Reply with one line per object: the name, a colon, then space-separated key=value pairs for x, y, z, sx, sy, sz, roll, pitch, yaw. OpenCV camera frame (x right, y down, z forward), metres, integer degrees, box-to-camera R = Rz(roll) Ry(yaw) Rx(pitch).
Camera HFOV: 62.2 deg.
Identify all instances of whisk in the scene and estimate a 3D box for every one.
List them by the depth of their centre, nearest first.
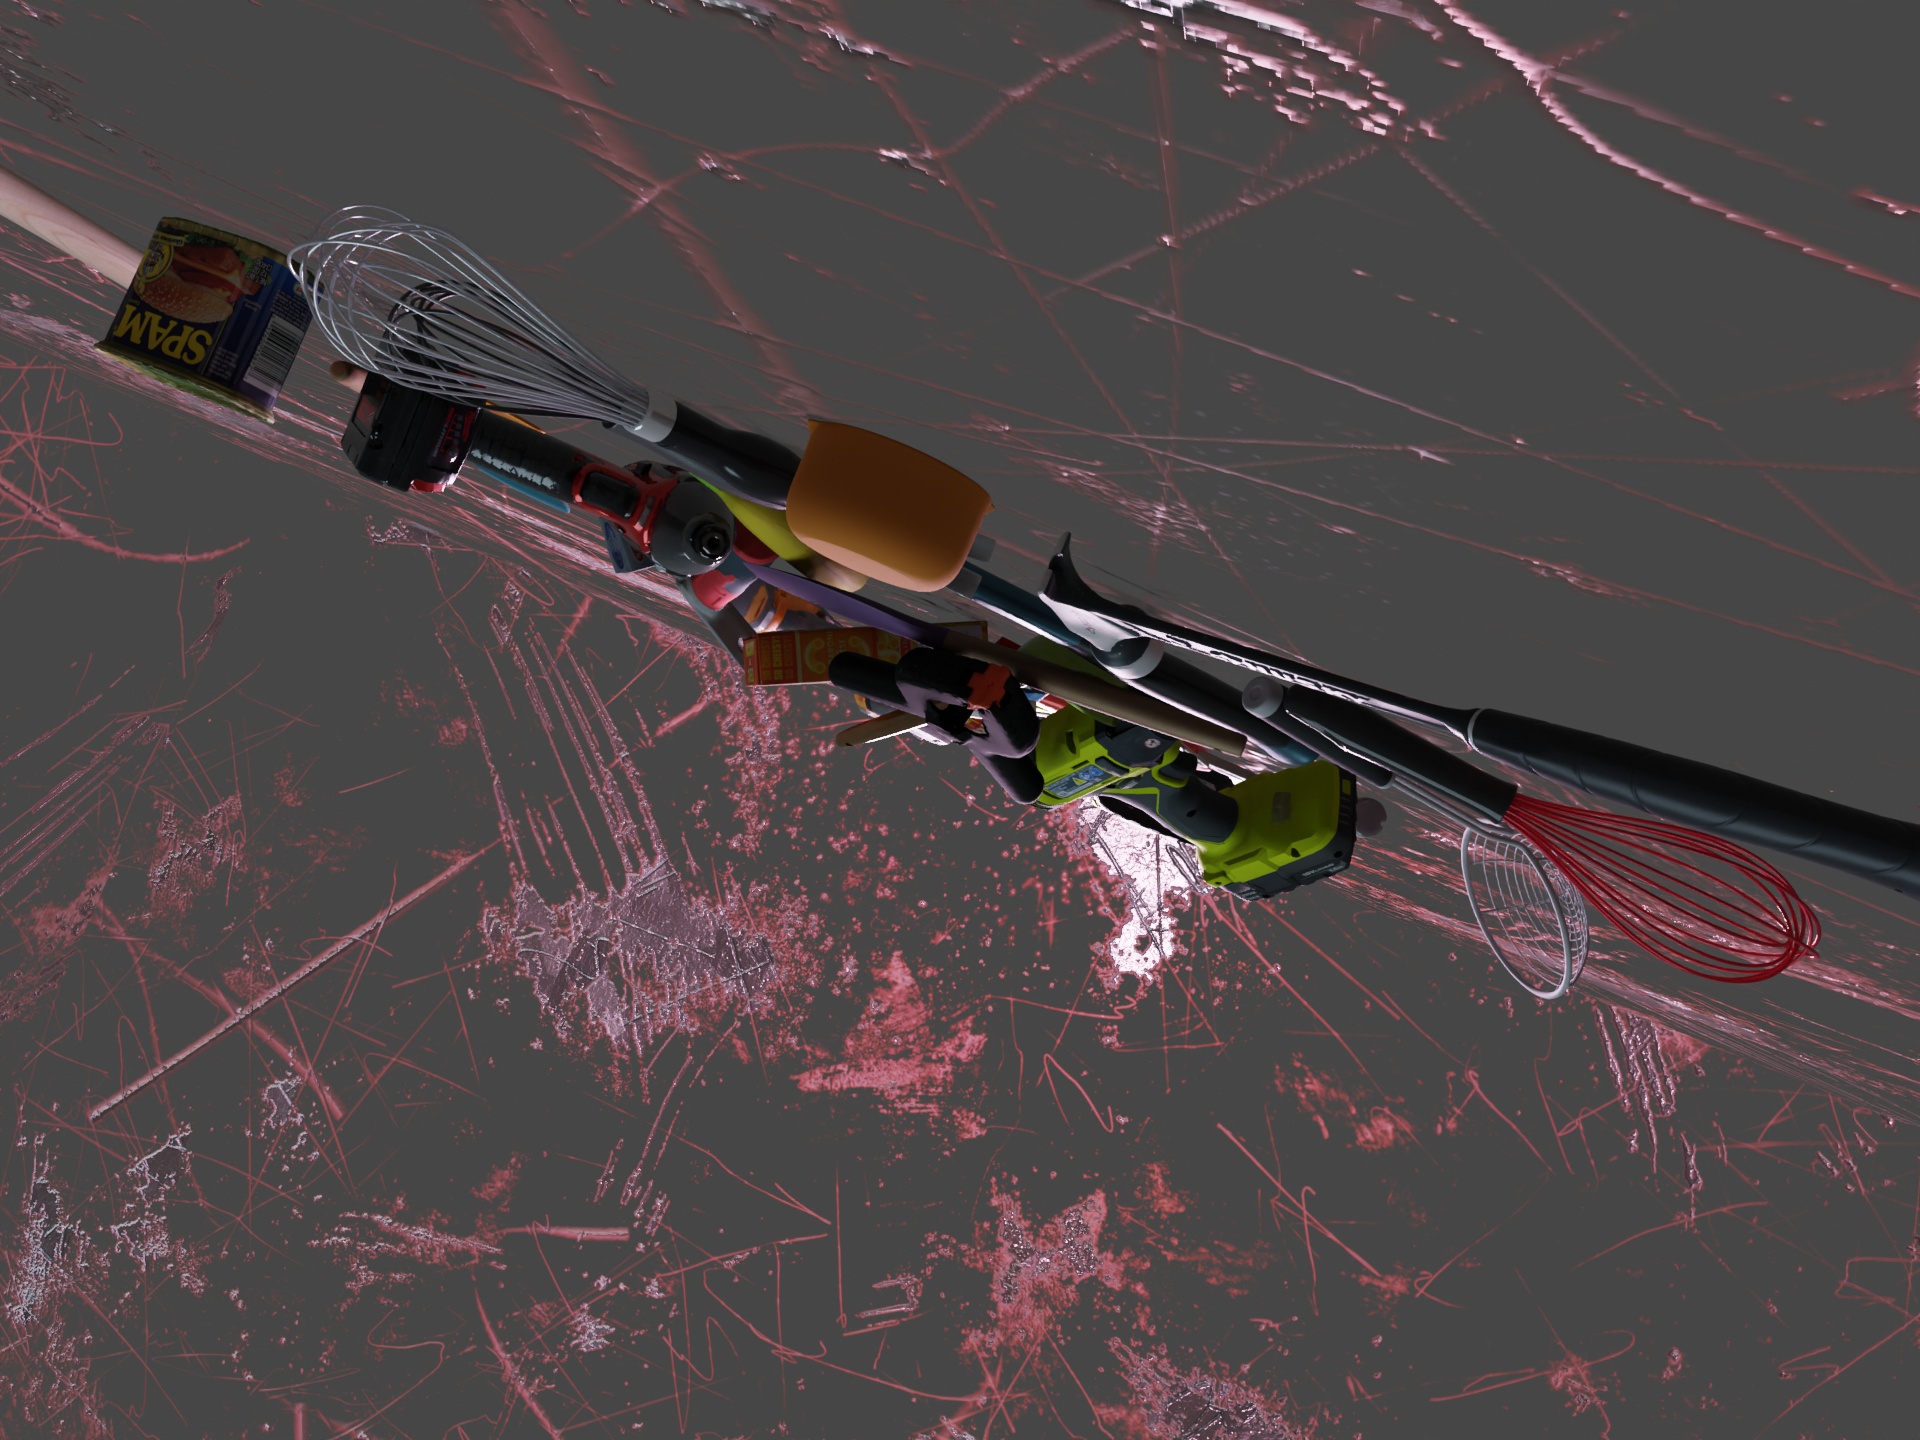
whisk: x=-0.165 y=-0.149 z=0.713 sx=0.070 sy=0.070 sz=0.284 roll=19 pitch=180 yaw=40
whisk: x=-0.168 y=-0.149 z=0.777 sx=0.238 sy=0.055 sz=0.055 roll=21 pitch=179 yaw=-42
whisk: x=0.304 y=0.054 z=0.833 sx=0.296 sy=0.073 sz=0.073 roll=28 pitch=178 yaw=11

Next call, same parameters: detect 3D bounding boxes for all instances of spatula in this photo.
spatula: x=0.015 y=-0.039 z=0.928 sx=0.316 sy=0.018 sz=0.059 roll=20 pitch=173 yaw=12
spatula: x=-0.344 y=-0.193 z=1.071 sx=0.082 sy=0.044 sz=0.317 roll=27 pitch=-177 yaw=5

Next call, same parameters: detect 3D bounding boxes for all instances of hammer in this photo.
hammer: x=0.213 y=-0.003 z=0.696 sx=0.409 sy=0.036 sz=0.149 roll=20 pitch=175 yaw=30
hammer: x=0.075 y=-0.046 z=0.914 sx=0.330 sy=0.033 sz=0.128 roll=24 pitch=177 yaw=-25
hammer: x=-0.538 y=-0.298 z=0.916 sx=0.146 sy=0.038 sz=0.410 roll=20 pitch=176 yaw=15
hammer: x=-0.166 y=-0.101 z=1.209 sx=0.143 sy=0.038 sz=0.386 roll=52 pitch=168 yaw=-9
hammer: x=0.162 y=0.017 z=1.296 sx=0.359 sy=0.037 sz=0.149 roll=22 pitch=177 yaw=-3

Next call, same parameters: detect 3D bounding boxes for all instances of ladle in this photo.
ladle: x=-0.002 y=-0.004 z=1.096 sx=0.078 sy=0.062 sz=0.320 roll=29 pitch=154 yaw=-28

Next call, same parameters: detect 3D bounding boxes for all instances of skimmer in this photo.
skimmer: x=0.278 y=0.075 z=0.991 sx=0.363 sy=0.090 sz=0.127 roll=27 pitch=-158 yaw=-35

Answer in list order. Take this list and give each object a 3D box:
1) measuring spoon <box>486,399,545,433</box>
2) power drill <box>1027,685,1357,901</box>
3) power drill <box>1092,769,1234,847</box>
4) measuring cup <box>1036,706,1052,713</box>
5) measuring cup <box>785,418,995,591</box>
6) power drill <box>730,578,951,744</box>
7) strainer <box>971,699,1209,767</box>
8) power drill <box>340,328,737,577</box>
measuring spoon: x=-0.332 y=-0.215 z=1.064 sx=0.116 sy=0.011 sz=0.021 roll=25 pitch=176 yaw=-32
power drill: x=0.165 y=0.043 z=1.109 sx=0.223 sy=0.080 sz=0.171 roll=26 pitch=147 yaw=-27
power drill: x=0.189 y=0.068 z=1.589 sx=0.190 sy=0.080 sz=0.228 roll=23 pitch=179 yaw=-9
measuring cup: x=0.104 y=-0.005 z=1.356 sx=0.156 sy=0.029 sz=0.062 roll=24 pitch=177 yaw=7
measuring cup: x=-0.048 y=-0.095 z=0.762 sx=0.095 sy=0.052 sz=0.174 roll=23 pitch=174 yaw=-16
power drill: x=-0.091 y=-0.055 z=1.457 sx=0.226 sy=0.084 sz=0.185 roll=26 pitch=178 yaw=33
strainer: x=0.059 y=-0.007 z=1.174 sx=0.258 sy=0.050 sz=0.087 roll=8 pitch=172 yaw=-1
power drill: x=-0.236 y=-0.145 z=0.931 sx=0.219 sy=0.078 sz=0.143 roll=20 pitch=-173 yaw=-31
